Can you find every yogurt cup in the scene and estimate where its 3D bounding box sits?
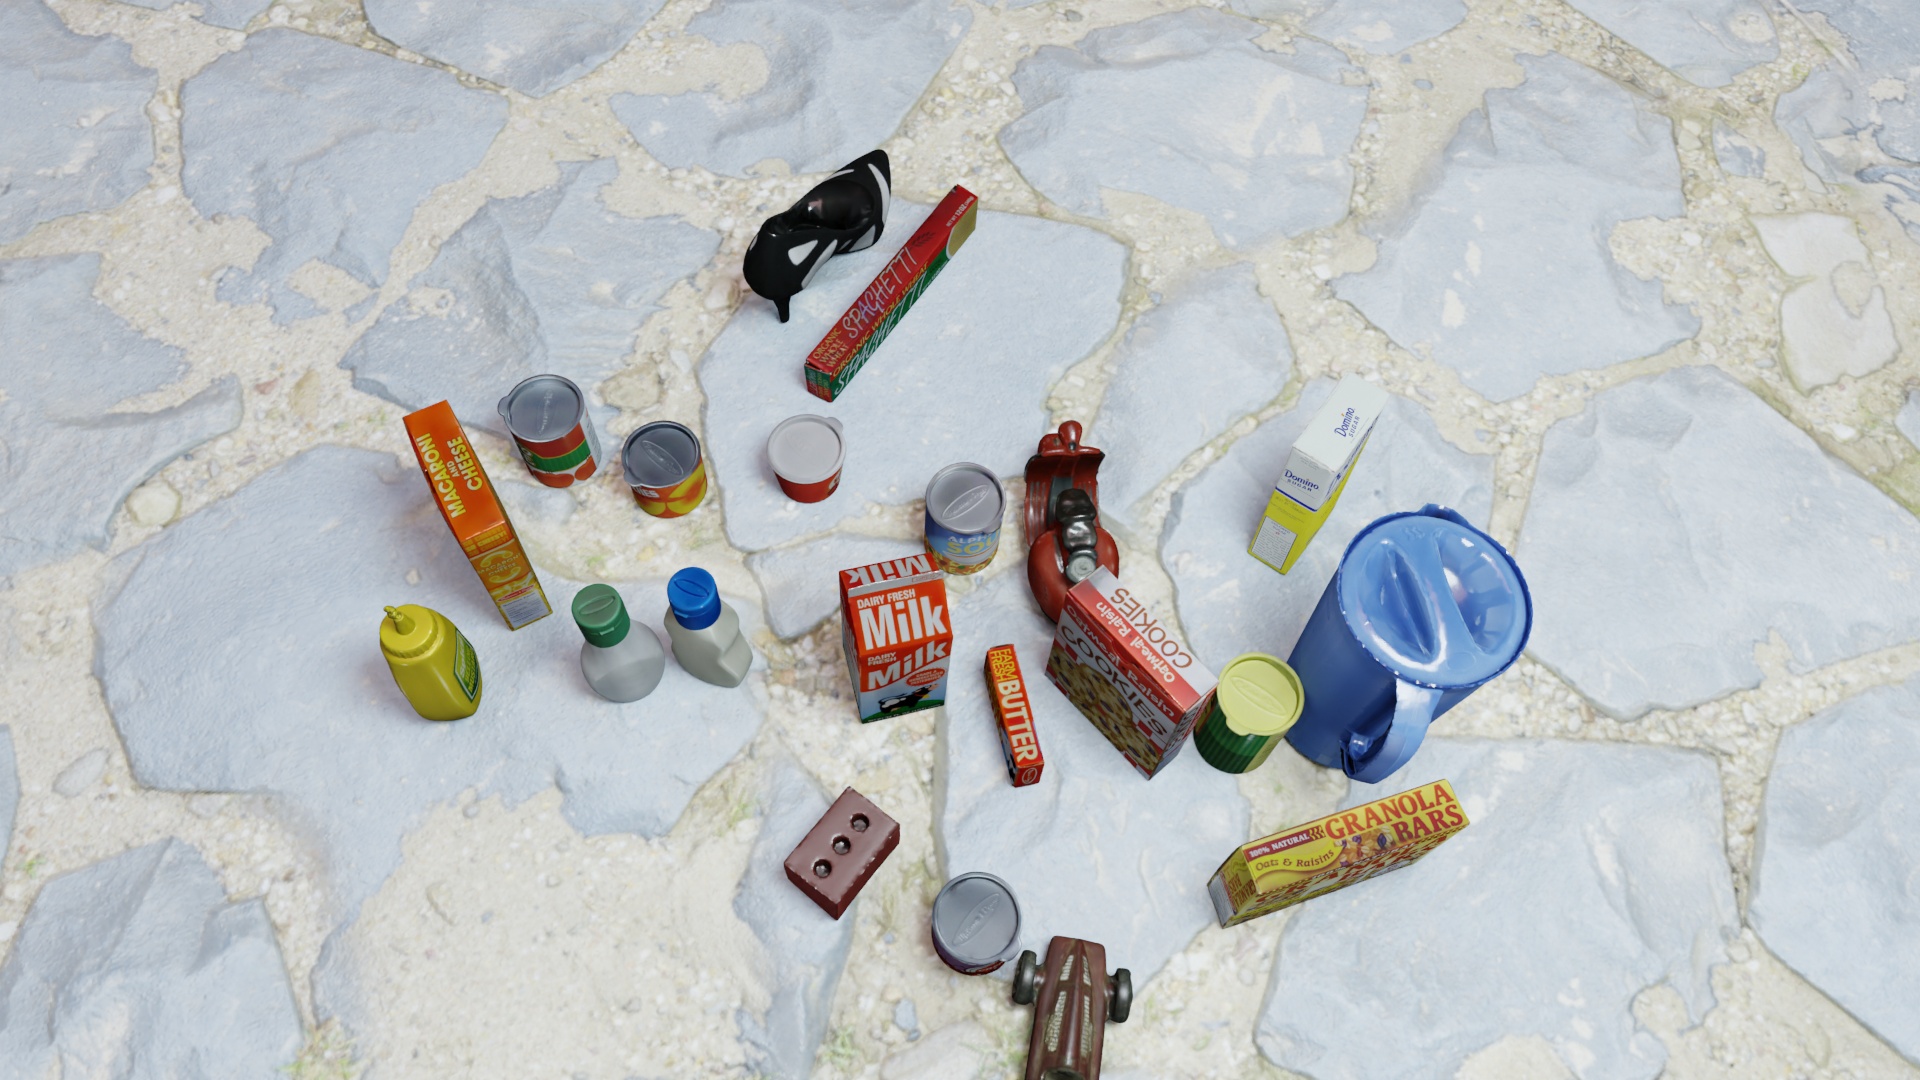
[{"bbox_3d":[-0.132,-0.068,1.202,0.072,0.053,0.072,1,63,-2],"label":"yogurt cup"}]

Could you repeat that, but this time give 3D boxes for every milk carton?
[{"bbox_3d":[-0.050,0.069,1.060,0.072,0.189,0.074,-12,65,-9],"label":"milk carton"}]

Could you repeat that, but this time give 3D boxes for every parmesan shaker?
[{"bbox_3d":[0.221,0.139,1.087,0.071,0.102,0.071,1,63,-2],"label":"parmesan shaker"}]

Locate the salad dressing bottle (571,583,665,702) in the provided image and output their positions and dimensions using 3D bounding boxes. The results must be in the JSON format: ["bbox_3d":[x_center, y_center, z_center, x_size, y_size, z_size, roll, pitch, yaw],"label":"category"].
[{"bbox_3d":[-0.265,0.079,1.068,0.064,0.147,0.044,-22,67,-13],"label":"salad dressing bottle"}]

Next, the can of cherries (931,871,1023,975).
[{"bbox_3d":[0.013,0.286,1.026,0.071,0.058,0.072,1,63,-2],"label":"can of cherries"}]

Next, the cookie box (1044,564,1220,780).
[{"bbox_3d":[0.126,0.105,1.063,0.040,0.166,0.123,-38,71,-19],"label":"cookie box"}]

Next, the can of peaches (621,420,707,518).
[{"bbox_3d":[-0.254,-0.059,1.189,0.071,0.057,0.071,1,63,-2],"label":"can of peaches"}]

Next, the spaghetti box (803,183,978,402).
[{"bbox_3d":[-0.062,-0.231,1.291,0.029,0.050,0.251,31,66,12],"label":"spaghetti box"}]

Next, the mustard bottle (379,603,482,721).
[{"bbox_3d":[-0.404,0.086,1.050,0.049,0.159,0.065,-7,64,-6],"label":"mustard bottle"}]

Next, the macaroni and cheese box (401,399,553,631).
[{"bbox_3d":[-0.380,-0.016,1.100,0.040,0.165,0.124,-26,67,-15],"label":"macaroni and cheese box"}]

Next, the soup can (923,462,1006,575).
[{"bbox_3d":[0.004,-0.015,1.165,0.071,0.083,0.071,1,63,-2],"label":"soup can"}]

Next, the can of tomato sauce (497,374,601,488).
[{"bbox_3d":[-0.349,-0.092,1.187,0.071,0.082,0.071,1,63,-2],"label":"can of tomato sauce"}]

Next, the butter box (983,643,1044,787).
[{"bbox_3d":[0.042,0.139,1.106,0.024,0.053,0.104,-10,64,-8],"label":"butter box"}]

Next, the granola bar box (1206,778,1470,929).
[{"bbox_3d":[0.275,0.233,1.030,0.166,0.123,0.039,-15,65,-10],"label":"granola bar box"}]

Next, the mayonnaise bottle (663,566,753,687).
[{"bbox_3d":[-0.199,0.067,1.077,0.065,0.147,0.041,22,64,8],"label":"mayonnaise bottle"}]
